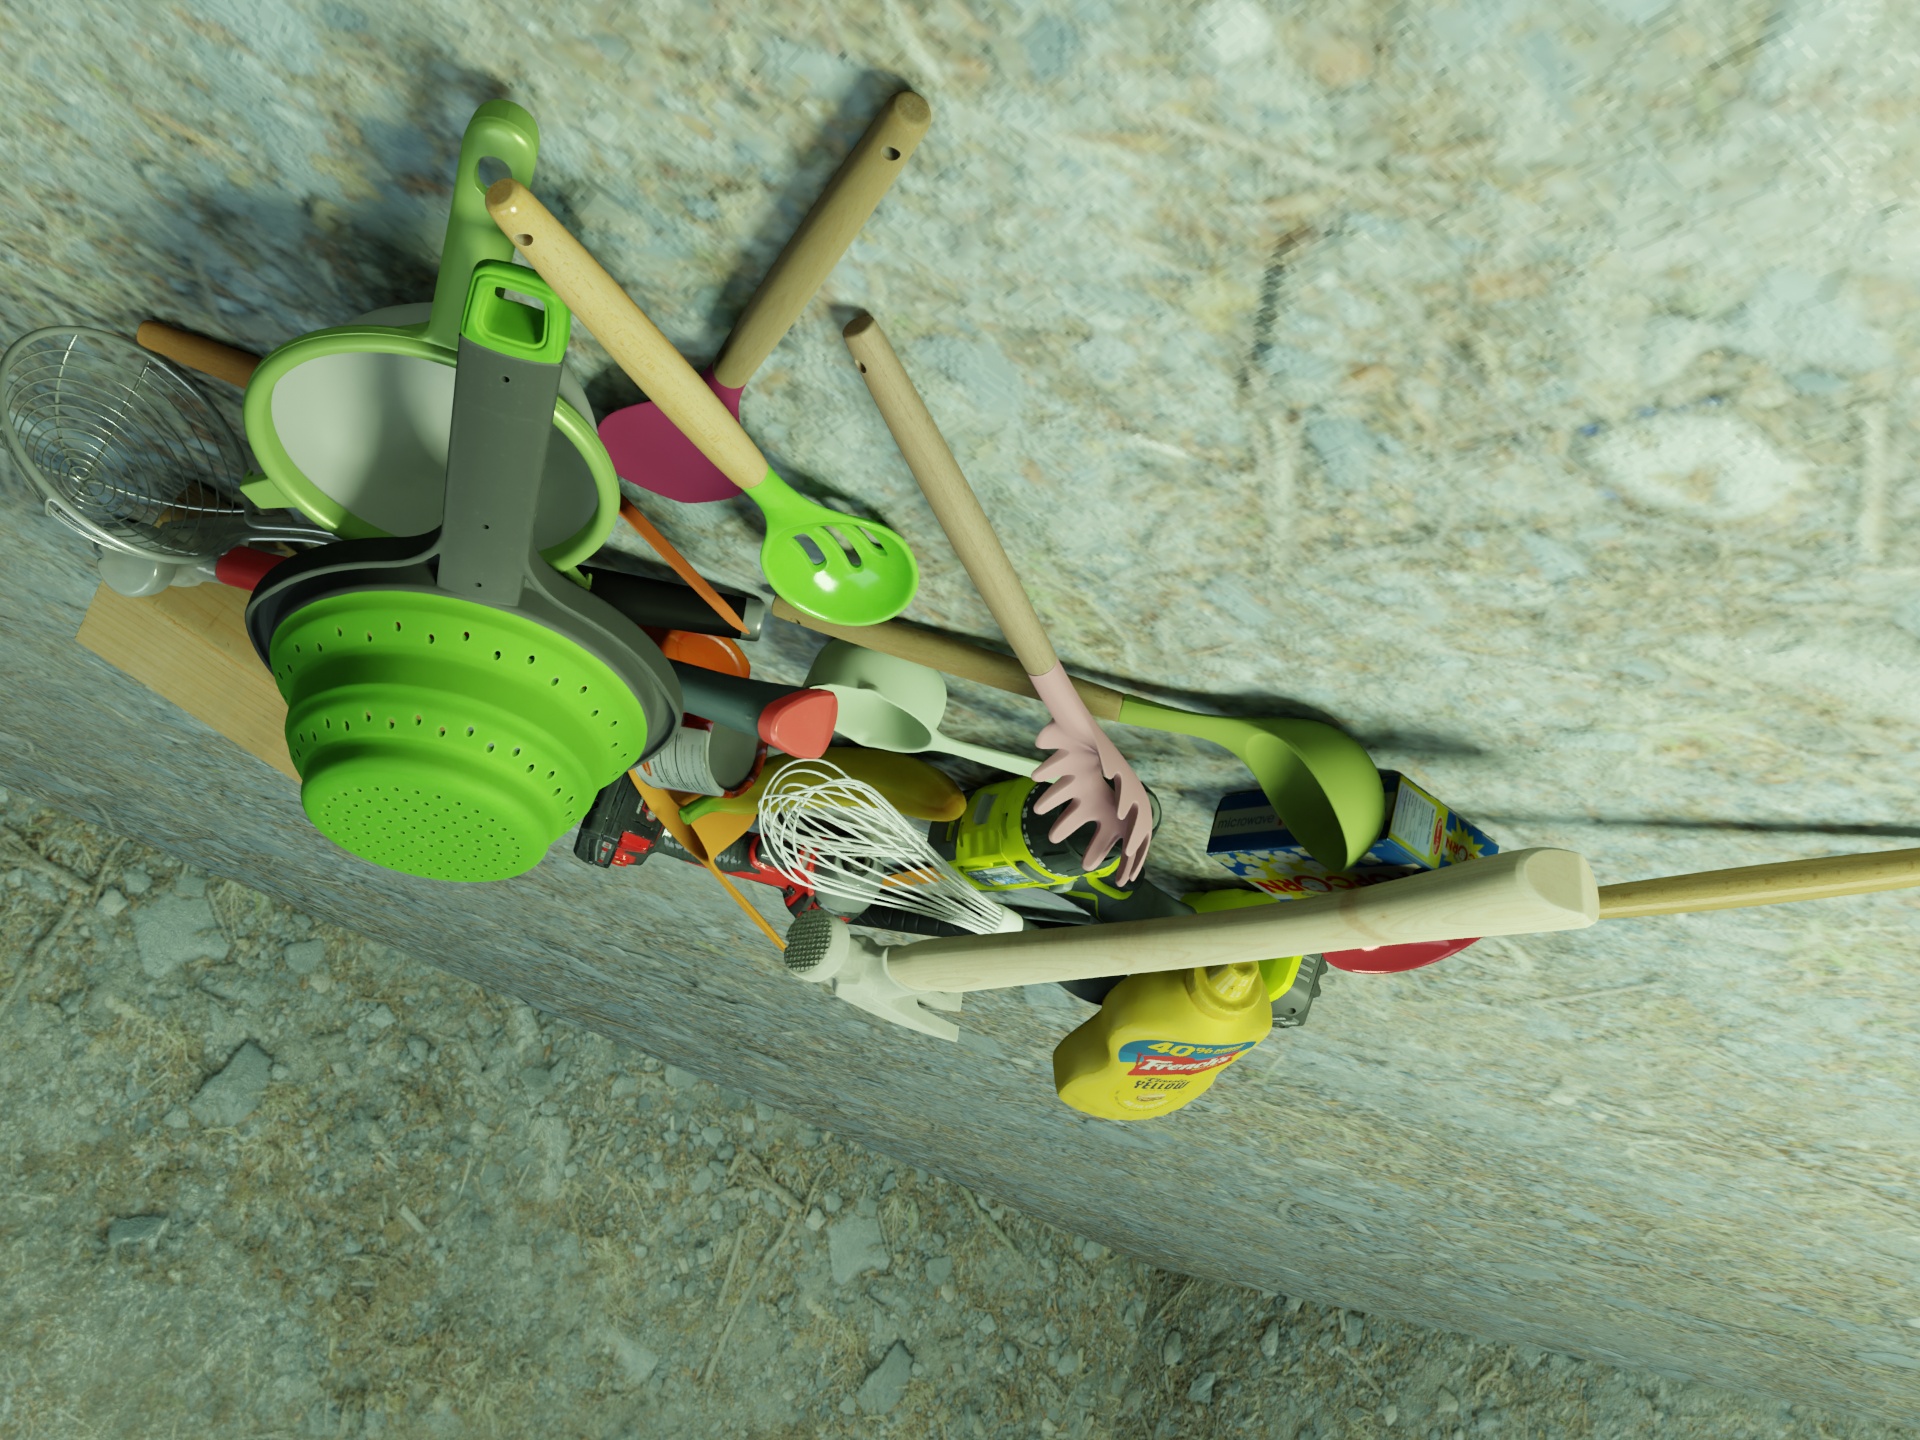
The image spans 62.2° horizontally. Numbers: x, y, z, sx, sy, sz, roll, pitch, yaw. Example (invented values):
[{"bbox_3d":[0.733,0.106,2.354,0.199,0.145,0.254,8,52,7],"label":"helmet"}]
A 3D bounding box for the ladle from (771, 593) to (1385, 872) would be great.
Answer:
[{"bbox_3d":[0.050,-0.003,0.776,0.320,0.062,0.078,17,156,13],"label":"ladle"}]

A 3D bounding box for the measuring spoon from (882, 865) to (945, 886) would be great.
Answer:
[{"bbox_3d":[-0.038,0.116,1.209,0.021,0.011,0.117,33,152,-29],"label":"measuring spoon"}]

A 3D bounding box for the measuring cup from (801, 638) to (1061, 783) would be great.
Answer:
[{"bbox_3d":[-0.001,-0.003,0.848,0.167,0.038,0.083,17,159,0],"label":"measuring cup"}]

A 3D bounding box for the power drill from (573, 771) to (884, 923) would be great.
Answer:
[{"bbox_3d":[-0.164,0.090,1.166,0.219,0.079,0.143,21,159,-11],"label":"power drill"}]

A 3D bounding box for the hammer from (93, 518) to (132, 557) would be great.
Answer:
[{"bbox_3d":[-0.408,-0.060,1.063,0.331,0.033,0.128,13,157,15],"label":"hammer"}]

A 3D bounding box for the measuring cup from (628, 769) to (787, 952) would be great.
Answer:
[{"bbox_3d":[-0.152,0.079,1.072,0.173,0.052,0.095,53,160,-13],"label":"measuring cup"}]

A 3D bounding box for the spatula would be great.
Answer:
[{"bbox_3d":[-0.246,-0.121,0.763,0.322,0.041,0.081,21,175,0],"label":"spatula"}]

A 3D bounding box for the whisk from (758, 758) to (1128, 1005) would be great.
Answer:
[{"bbox_3d":[-0.001,0.106,0.909,0.284,0.070,0.070,33,155,-30],"label":"whisk"}]

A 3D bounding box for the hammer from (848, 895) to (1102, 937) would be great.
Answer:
[{"bbox_3d":[0.022,0.161,1.230,0.335,0.035,0.146,2,152,38],"label":"hammer"}]

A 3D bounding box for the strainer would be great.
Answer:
[{"bbox_3d":[-0.193,-0.153,0.625,0.151,0.069,0.256,17,145,-16],"label":"strainer"}]

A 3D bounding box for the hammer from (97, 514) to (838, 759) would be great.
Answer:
[{"bbox_3d":[-0.248,-0.049,0.856,0.386,0.038,0.143,15,-167,9],"label":"hammer"}]

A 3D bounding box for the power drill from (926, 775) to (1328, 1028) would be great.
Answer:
[{"bbox_3d":[0.112,0.102,0.950,0.228,0.080,0.190,32,157,-22],"label":"power drill"}]

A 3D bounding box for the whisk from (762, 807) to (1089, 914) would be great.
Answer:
[{"bbox_3d":[-0.016,0.088,1.072,0.246,0.059,0.057,17,132,-5],"label":"whisk"}]

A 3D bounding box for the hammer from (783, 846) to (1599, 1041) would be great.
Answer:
[{"bbox_3d":[0.109,0.115,0.803,0.411,0.038,0.146,-12,148,34],"label":"hammer"}]

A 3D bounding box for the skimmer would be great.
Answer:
[{"bbox_3d":[-0.273,-0.106,0.786,0.363,0.127,0.090,11,131,-9],"label":"skimmer"}]

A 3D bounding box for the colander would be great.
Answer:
[{"bbox_3d":[-0.212,-0.026,0.673,0.204,0.095,0.397,14,147,-13],"label":"colander"}]

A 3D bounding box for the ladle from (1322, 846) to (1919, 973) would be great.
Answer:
[{"bbox_3d":[0.314,0.081,0.727,0.315,0.031,0.069,-13,141,36],"label":"ladle"}]

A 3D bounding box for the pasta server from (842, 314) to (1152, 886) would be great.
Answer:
[{"bbox_3d":[0.020,-0.037,0.672,0.060,0.040,0.315,24,155,42],"label":"pasta server"}]

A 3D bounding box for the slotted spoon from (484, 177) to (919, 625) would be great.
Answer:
[{"bbox_3d":[-0.090,-0.109,0.617,0.070,0.031,0.313,-10,159,15],"label":"slotted spoon"}]

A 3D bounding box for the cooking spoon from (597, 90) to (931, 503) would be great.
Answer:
[{"bbox_3d":[-0.079,-0.142,0.598,0.068,0.017,0.319,22,160,-19],"label":"cooking spoon"}]
